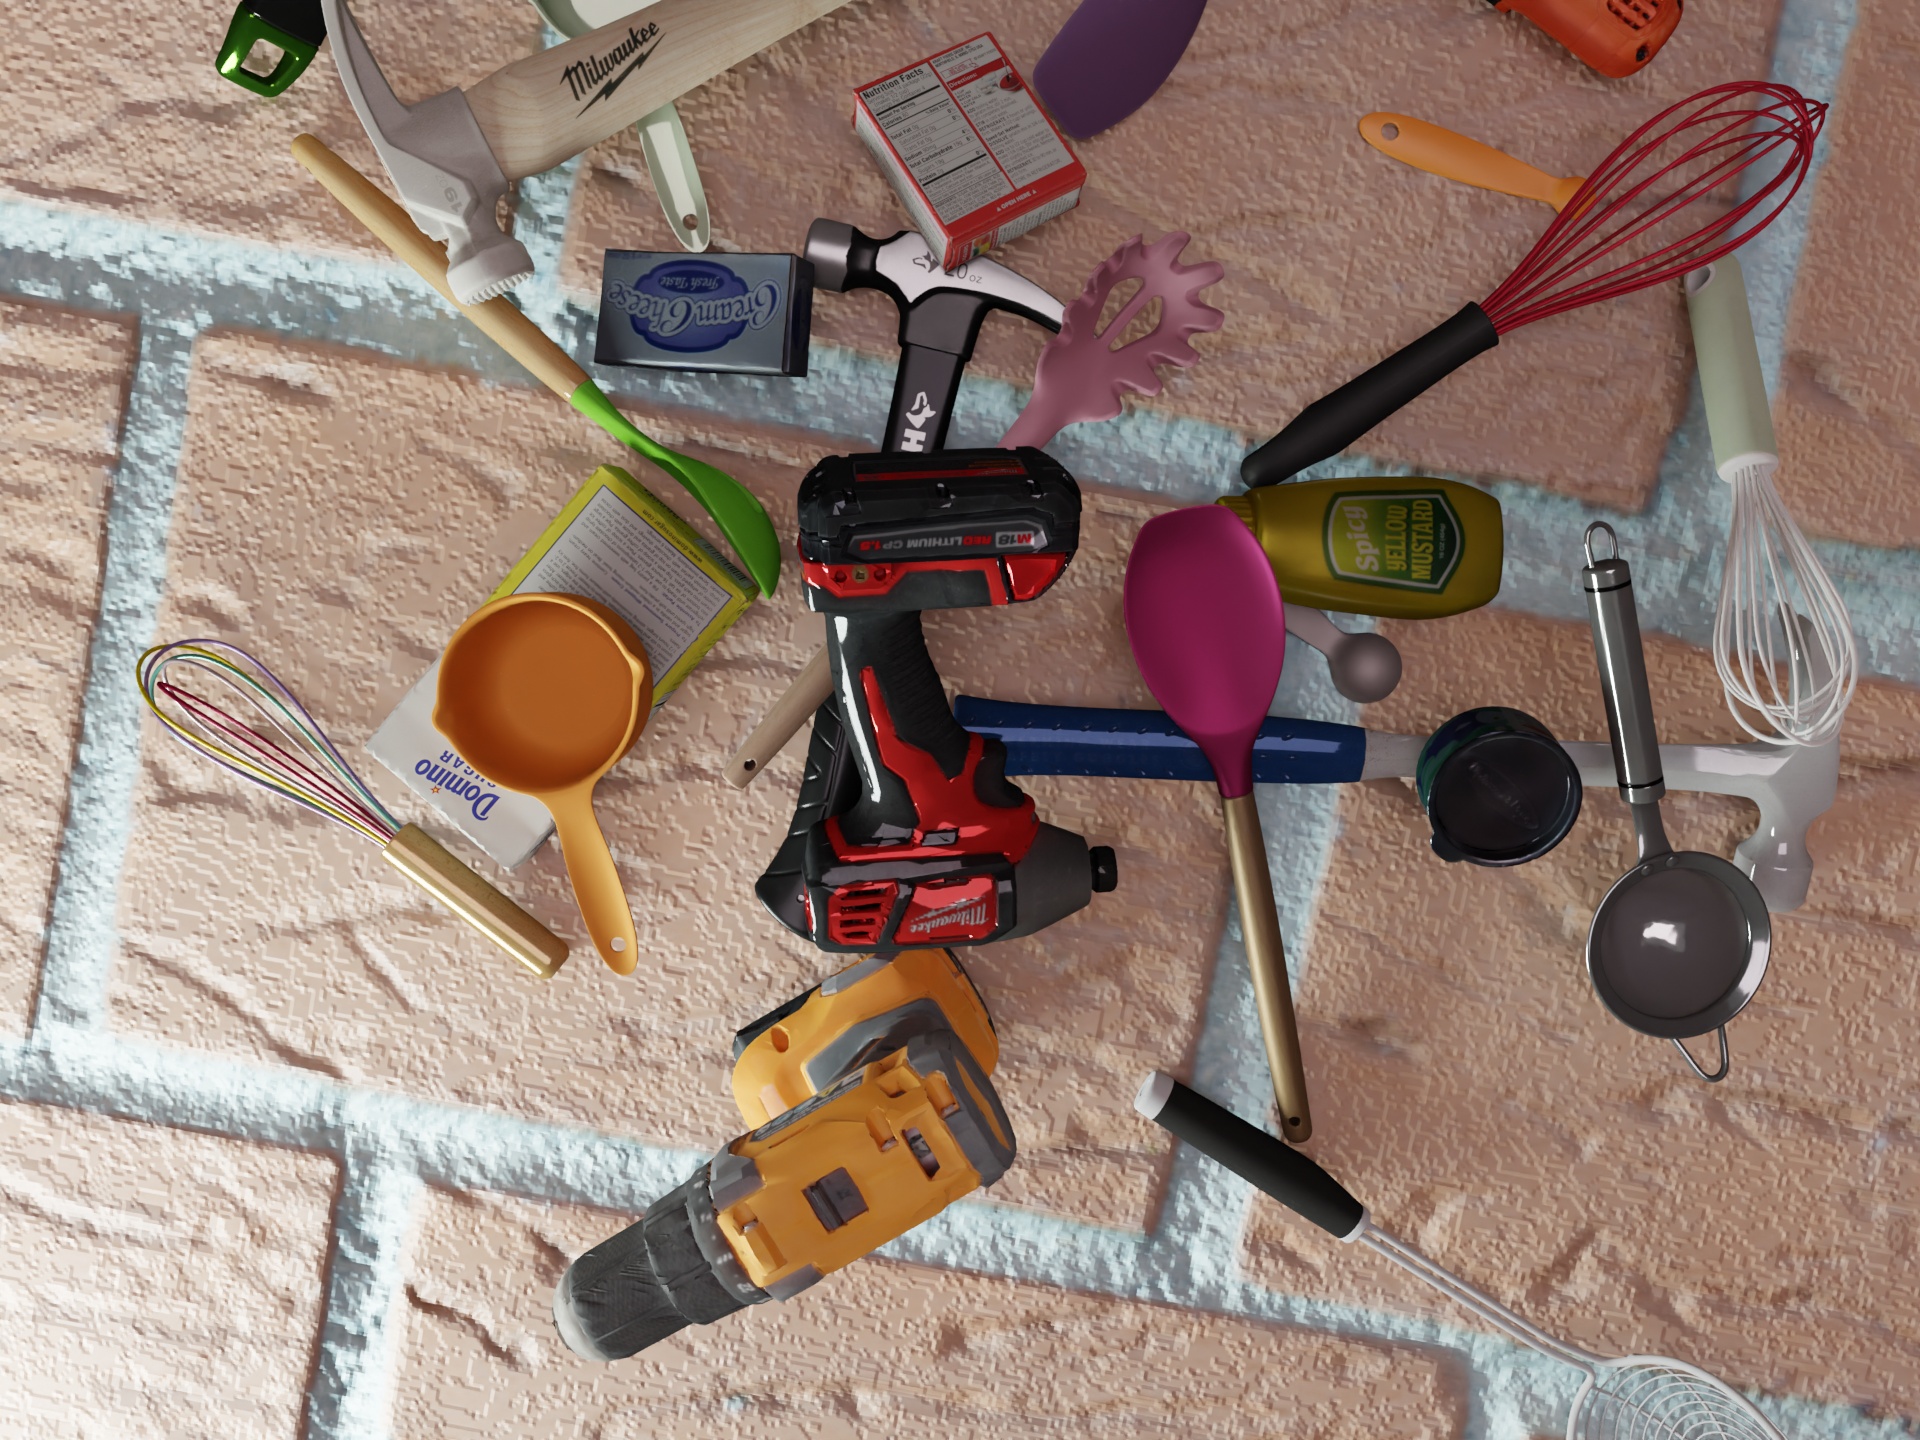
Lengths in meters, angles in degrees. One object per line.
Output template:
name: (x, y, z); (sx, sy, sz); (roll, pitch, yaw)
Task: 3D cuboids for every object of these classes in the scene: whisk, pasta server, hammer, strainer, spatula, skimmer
whisk: (0.347, -0.103, 0.695); (0.059, 0.058, 0.246); (11, 66, -23)
pasta server: (-0.002, -0.088, 0.713); (0.060, 0.040, 0.316); (39, 97, -16)
hammer: (0.199, 0.011, 0.742); (0.405, 0.035, 0.144); (2, 112, 3)
hammer: (-0.034, -0.057, 0.752); (0.146, 0.035, 0.335); (13, 95, 1)
hammer: (-0.070, -0.338, 0.702); (0.410, 0.038, 0.146); (-27, 103, -4)
whisk: (-0.291, 0.046, 0.763); (0.245, 0.047, 0.051); (39, 93, -5)
strainer: (0.303, 0.036, 0.704); (0.087, 0.050, 0.258); (-16, 104, -4)
spatula: (0.146, -0.395, 0.725); (0.316, 0.018, 0.059); (-50, 132, 1)
whisk: (0.255, -0.192, 0.722); (0.296, 0.073, 0.073); (-33, 93, 10)
skimmer: (0.232, 0.292, 0.747); (0.363, 0.090, 0.127); (33, 130, 1)

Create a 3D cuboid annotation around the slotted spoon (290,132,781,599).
slotted spoon: (-0.195, -0.170, 0.738); (0.314, 0.070, 0.031); (41, 84, 4)

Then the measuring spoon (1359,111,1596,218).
measuring spoon: (0.242, -0.261, 0.742); (0.117, 0.011, 0.021); (19, 95, -1)

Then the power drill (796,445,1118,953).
power drill: (-0.001, -0.002, 0.692); (0.143, 0.079, 0.219); (-3, 111, -5)

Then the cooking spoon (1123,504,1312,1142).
cooking spoon: (0.131, 0.056, 0.733); (0.069, 0.017, 0.318); (-10, 107, 9)

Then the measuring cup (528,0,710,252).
measuring cup: (-0.146, -0.298, 0.737); (0.083, 0.038, 0.167); (-17, 101, 0)

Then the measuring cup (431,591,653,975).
measuring cup: (-0.169, 0.026, 0.710); (0.095, 0.052, 0.173); (-15, 98, 3)

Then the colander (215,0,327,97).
colander: (-0.232, -0.462, 0.694); (0.397, 0.204, 0.095); (-50, 58, 20)

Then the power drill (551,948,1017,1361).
power drill: (-0.067, 0.177, 0.675); (0.185, 0.226, 0.084); (-31, 93, 3)

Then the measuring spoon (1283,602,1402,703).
measuring spoon: (0.159, -0.051, 0.756); (0.124, 0.018, 0.034); (37, 94, -4)
